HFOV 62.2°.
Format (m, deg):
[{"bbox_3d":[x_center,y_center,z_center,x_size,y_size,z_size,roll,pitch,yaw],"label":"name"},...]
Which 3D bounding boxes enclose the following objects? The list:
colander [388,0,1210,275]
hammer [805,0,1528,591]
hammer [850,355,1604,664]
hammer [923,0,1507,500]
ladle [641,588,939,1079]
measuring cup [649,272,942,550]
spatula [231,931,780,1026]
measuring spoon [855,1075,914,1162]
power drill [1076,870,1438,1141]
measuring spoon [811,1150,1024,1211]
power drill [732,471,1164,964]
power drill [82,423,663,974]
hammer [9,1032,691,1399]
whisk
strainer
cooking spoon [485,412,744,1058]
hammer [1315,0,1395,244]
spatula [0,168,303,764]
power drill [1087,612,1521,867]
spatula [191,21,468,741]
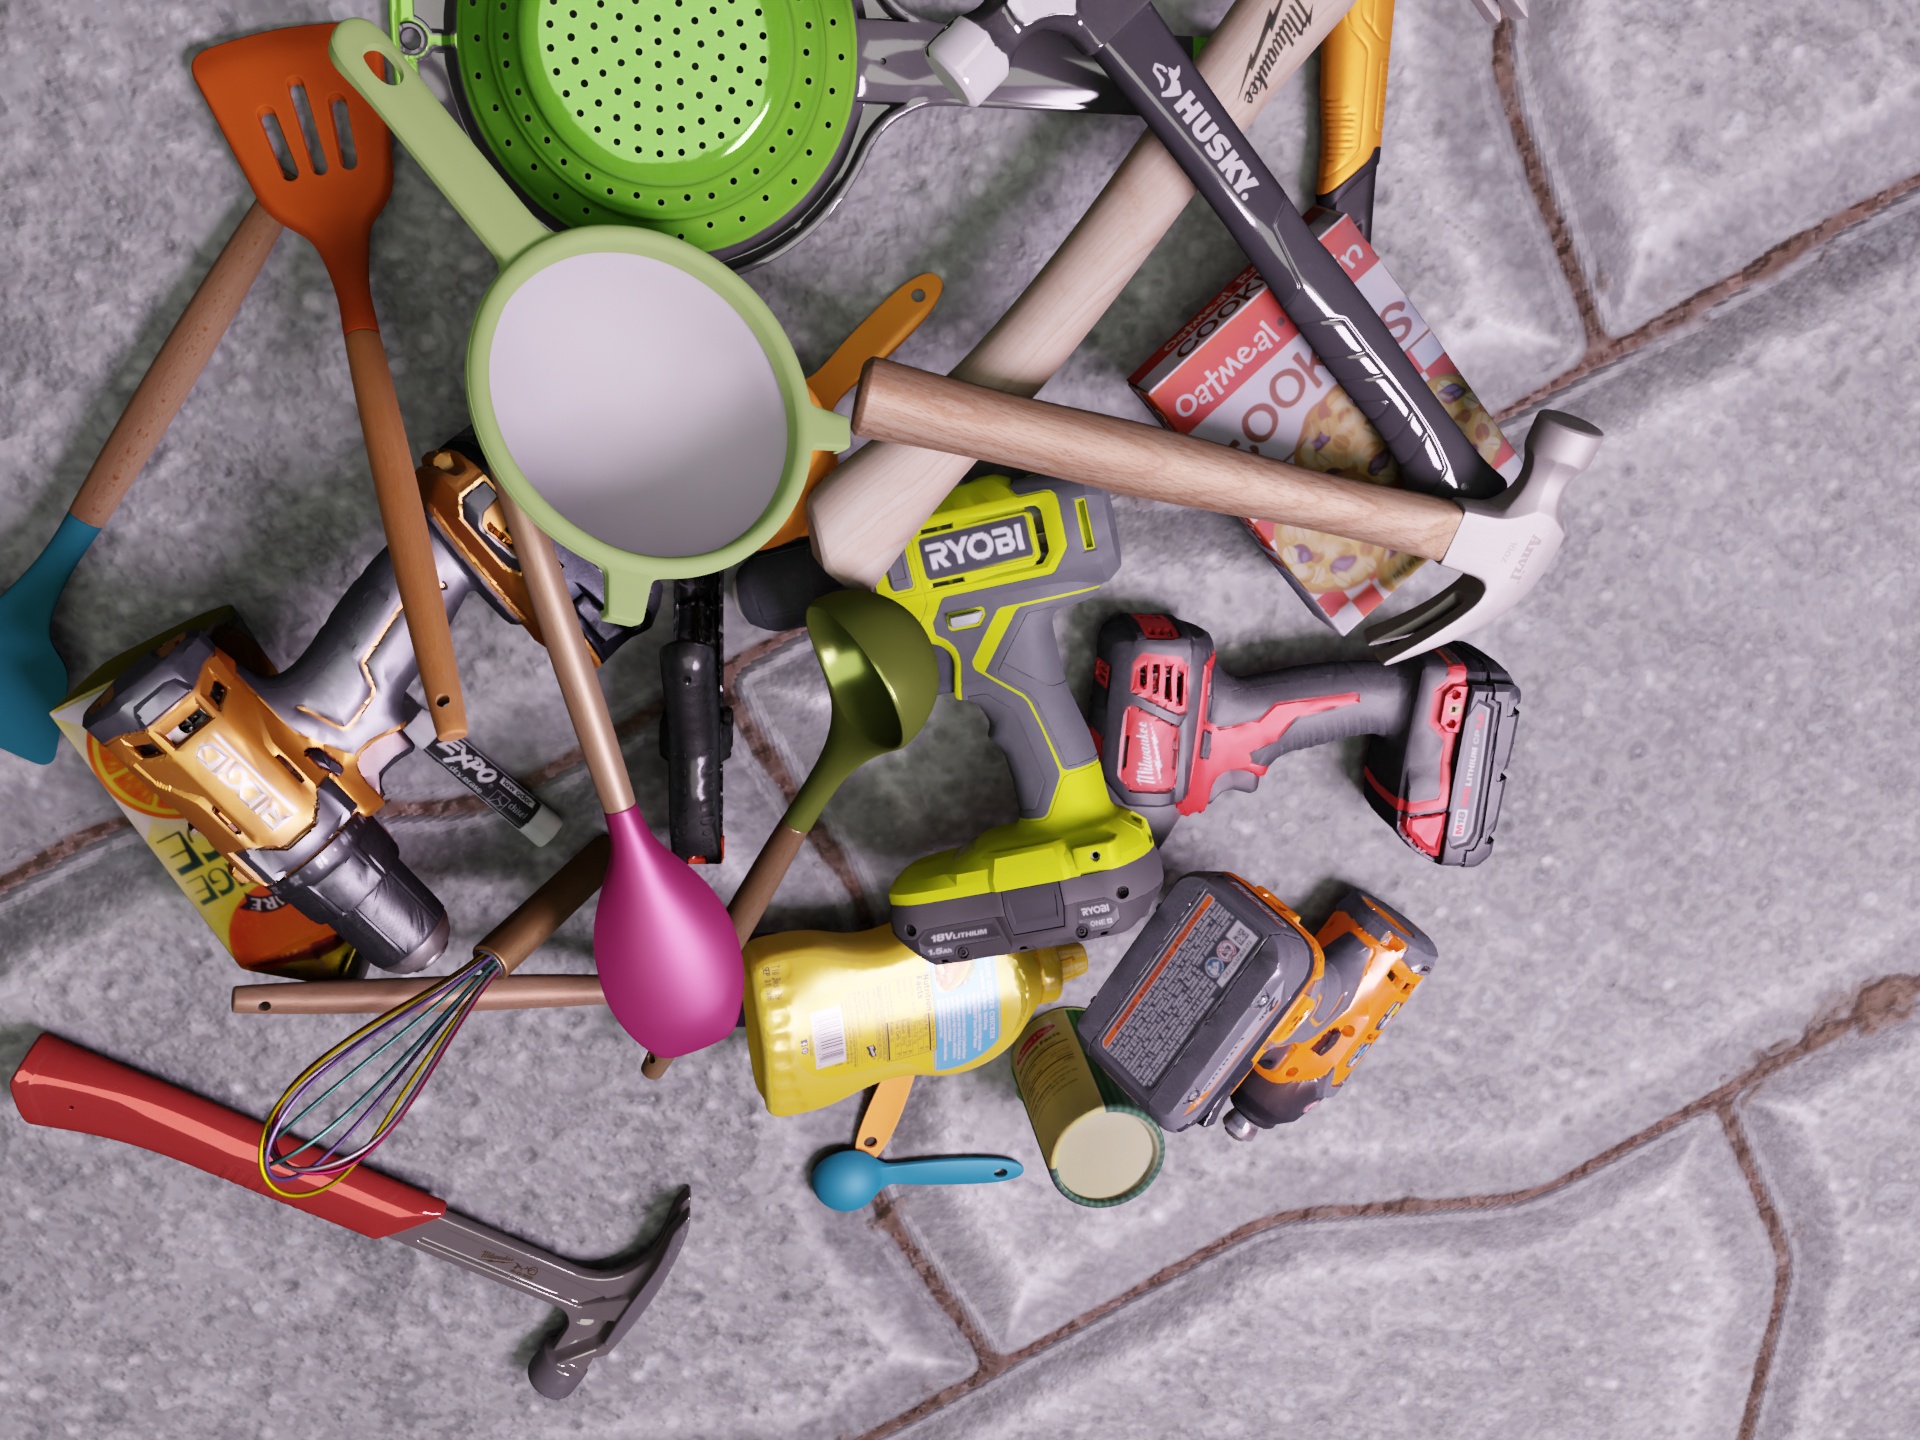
[{"bbox_3d":[-0.048,-0.289,0.692,0.397,0.095,0.204,-1,110,-9],"label":"colander"},{"bbox_3d":[0.080,-0.218,0.720,0.146,0.038,0.410,37,96,-23],"label":"hammer"},{"bbox_3d":[0.114,-0.107,0.714,0.331,0.031,0.130,11,120,-11],"label":"hammer"},{"bbox_3d":[0.145,-0.214,0.700,0.146,0.035,0.334,-44,114,4],"label":"hammer"},{"bbox_3d":[-0.100,0.070,0.775,0.062,0.078,0.320,-6,135,-49],"label":"ladle"},{"bbox_3d":[-0.073,-0.157,0.749,0.173,0.052,0.095,-44,87,-1],"label":"measuring cup"},{"bbox_3d":[-0.204,0.138,0.821,0.315,0.018,0.059,3,110,-30],"label":"spatula"},{"bbox_3d":[-0.039,0.210,0.927,0.021,0.011,0.117,14,111,-19],"label":"measuring spoon"},{"bbox_3d":[0.160,0.165,0.860,0.226,0.084,0.164,17,110,-53],"label":"power drill"},{"bbox_3d":[-0.023,0.275,0.942,0.128,0.021,0.042,1,121,-11],"label":"measuring spoon"},{"bbox_3d":[-0.001,-0.003,0.791,0.190,0.080,0.228,-12,97,11],"label":"power drill"},{"bbox_3d":[-0.245,-0.009,0.732,0.226,0.084,0.185,-44,116,-16],"label":"power drill"},{"bbox_3d":[-0.333,0.255,0.877,0.358,0.037,0.149,31,102,-19],"label":"hammer"},{"bbox_3d":[-0.239,0.133,0.759,0.047,0.245,0.051,50,132,-8],"label":"whisk"},{"bbox_3d":[-0.175,-0.167,0.664,0.256,0.069,0.151,51,58,-13],"label":"strainer"},{"bbox_3d":[-0.163,0.017,0.726,0.068,0.017,0.318,-19,110,-14],"label":"cooking spoon"},{"bbox_3d":[0.180,-0.288,0.766,0.127,0.034,0.336,-4,111,-9],"label":"hammer"},{"bbox_3d":[-0.391,-0.118,0.737,0.082,0.044,0.317,33,97,-19],"label":"spatula"},{"bbox_3d":[0.175,0.019,0.858,0.219,0.079,0.143,2,108,-7],"label":"power drill"},{"bbox_3d":[-0.252,-0.146,0.675,0.081,0.041,0.323,-15,77,-10],"label":"spatula"}]
